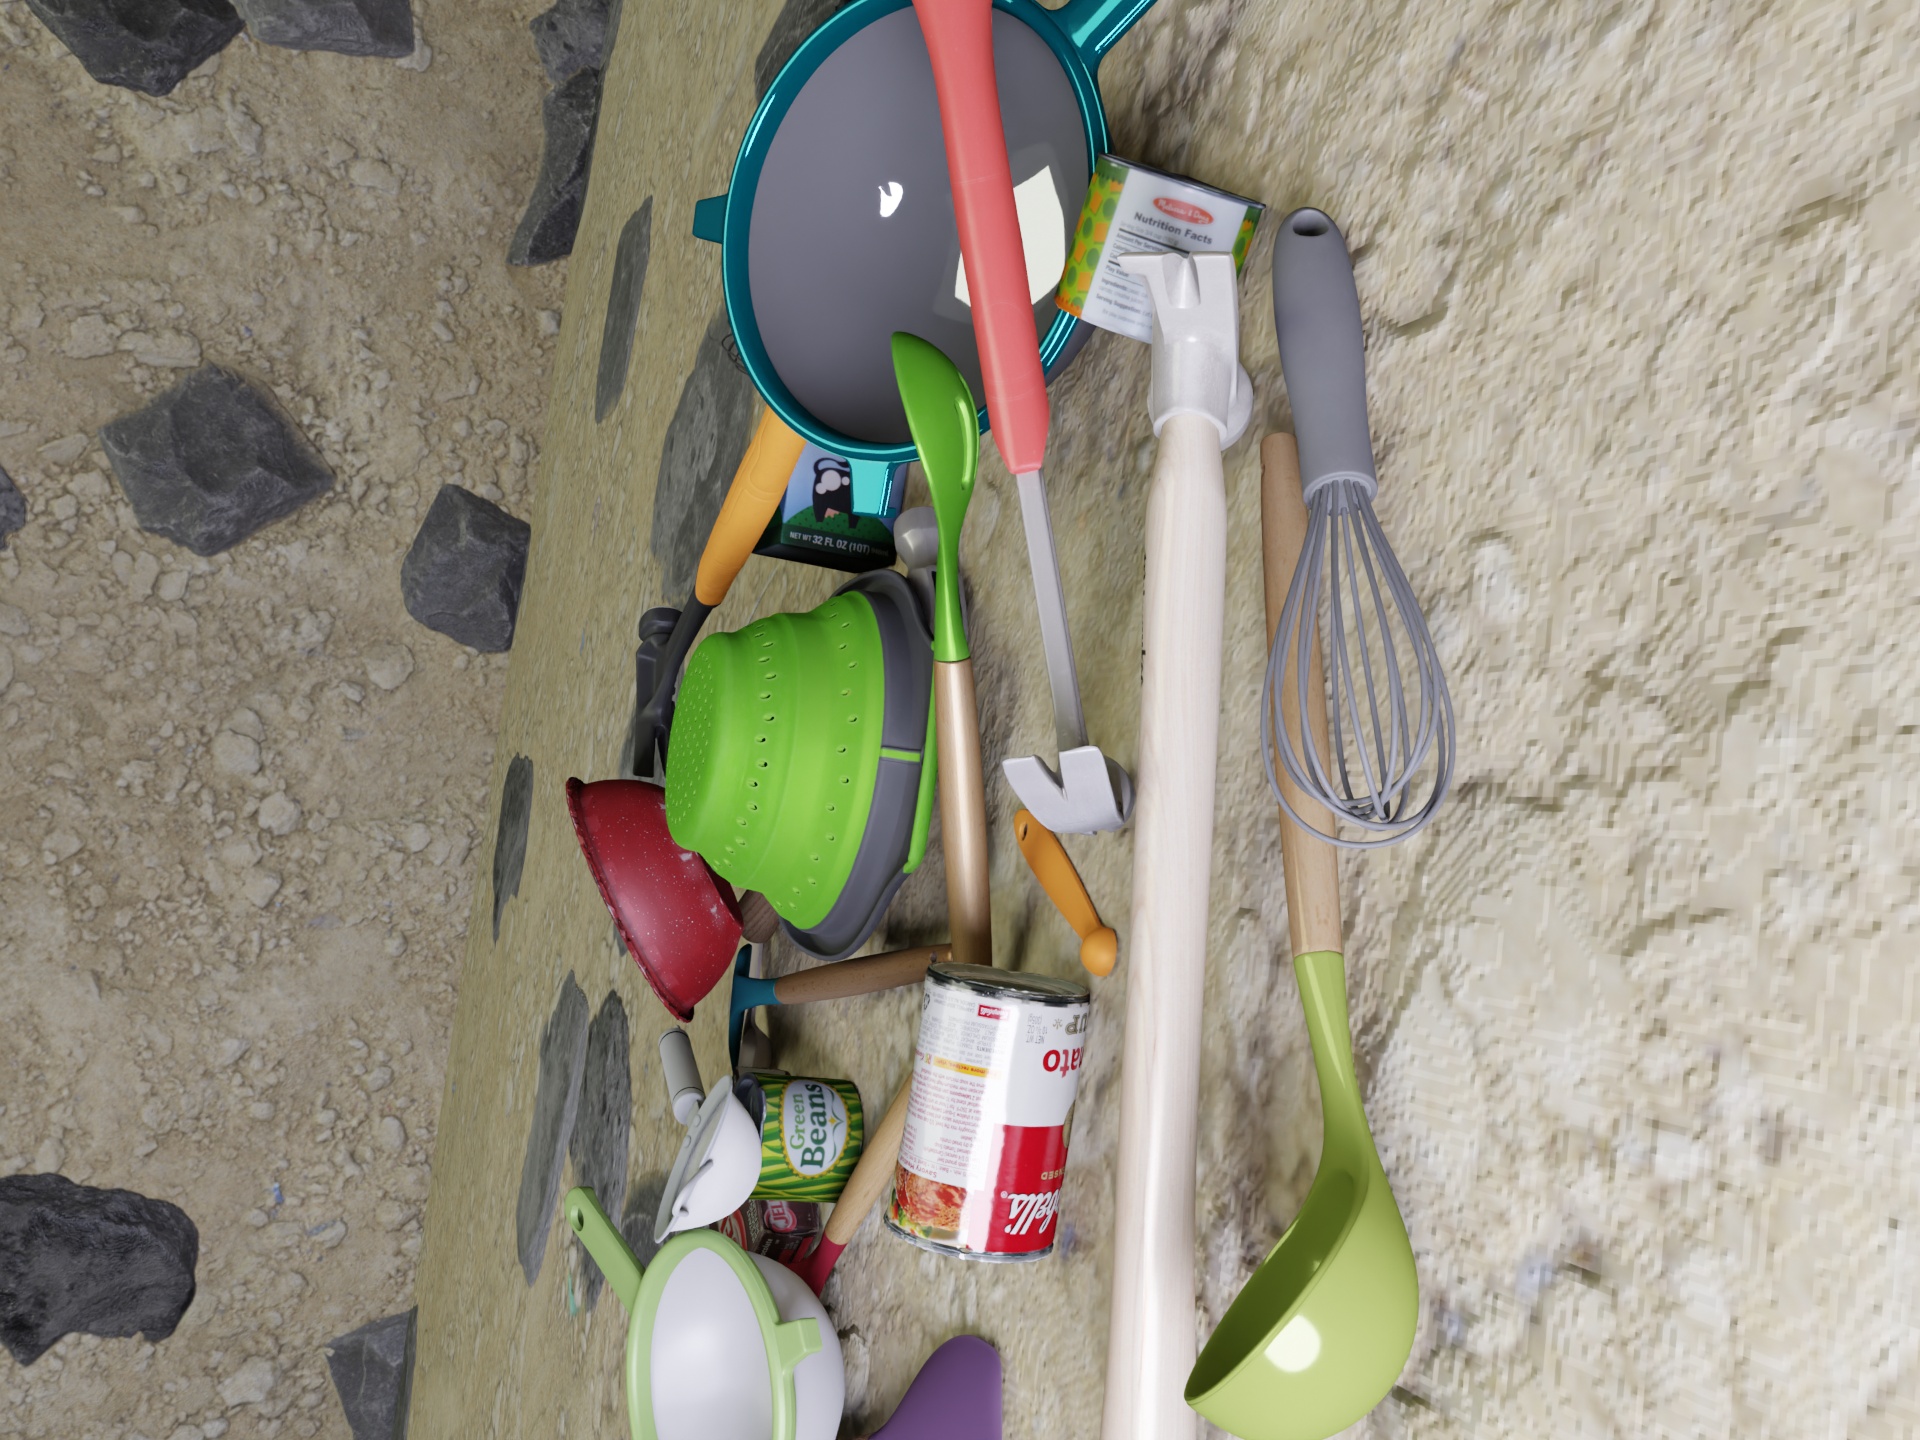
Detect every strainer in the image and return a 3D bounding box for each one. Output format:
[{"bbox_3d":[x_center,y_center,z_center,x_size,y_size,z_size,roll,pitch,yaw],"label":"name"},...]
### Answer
[{"bbox_3d":[0.040,-0.255,0.700,0.340,0.095,0.211,-40,69,28],"label":"strainer"},{"bbox_3d":[-0.142,0.210,0.853,0.087,0.050,0.258,-63,18,1],"label":"strainer"},{"bbox_3d":[-0.131,0.312,0.826,0.257,0.069,0.151,27,106,52],"label":"strainer"}]

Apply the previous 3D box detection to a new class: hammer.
[{"bbox_3d":[0.065,0.062,0.506,0.146,0.038,0.411,27,-114,-77],"label":"hammer"},{"bbox_3d":[-0.071,0.035,0.918,0.331,0.031,0.130,123,149,-45],"label":"hammer"},{"bbox_3d":[0.017,-0.138,0.592,0.149,0.037,0.359,45,-144,-75],"label":"hammer"},{"bbox_3d":[-0.142,-0.092,0.949,0.336,0.034,0.127,128,144,-51],"label":"hammer"}]

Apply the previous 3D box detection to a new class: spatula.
[{"bbox_3d":[-0.049,0.348,0.758,0.315,0.018,0.060,130,148,-49],"label":"spatula"},{"bbox_3d":[-0.075,0.146,0.876,0.317,0.044,0.082,-22,57,55],"label":"spatula"}]

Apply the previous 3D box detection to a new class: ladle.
[{"bbox_3d":[-0.051,0.243,0.798,0.315,0.031,0.069,-64,34,32],"label":"ladle"},{"bbox_3d":[0.095,0.046,0.486,0.078,0.062,0.320,105,168,-64],"label":"ladle"}]

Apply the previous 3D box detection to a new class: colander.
[{"bbox_3d":[-0.125,0.020,0.885,0.397,0.094,0.204,172,107,-67],"label":"colander"}]

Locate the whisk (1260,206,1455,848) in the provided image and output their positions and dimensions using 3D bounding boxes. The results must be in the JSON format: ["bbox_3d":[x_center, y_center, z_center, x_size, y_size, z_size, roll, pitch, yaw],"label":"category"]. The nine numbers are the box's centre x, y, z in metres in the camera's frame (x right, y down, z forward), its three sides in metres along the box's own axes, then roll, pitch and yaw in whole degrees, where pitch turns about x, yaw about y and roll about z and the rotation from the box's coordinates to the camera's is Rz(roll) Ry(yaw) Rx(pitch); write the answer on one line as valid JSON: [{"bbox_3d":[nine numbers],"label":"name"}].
[{"bbox_3d":[0.115,-0.071,0.496,0.055,0.055,0.239,133,145,-53],"label":"whisk"}]

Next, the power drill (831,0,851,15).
[{"bbox_3d":[0.004,-0.403,0.860,0.219,0.078,0.143,-41,45,53],"label":"power drill"}]

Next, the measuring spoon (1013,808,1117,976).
[{"bbox_3d":[0.039,0.068,0.665,0.117,0.011,0.021,-122,46,-58],"label":"measuring spoon"}]

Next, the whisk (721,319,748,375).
[{"bbox_3d":[-0.131,-0.247,1.166,0.247,0.058,0.059,-118,8,-51],"label":"whisk"}]

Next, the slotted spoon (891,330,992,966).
[{"bbox_3d":[-0.001,-0.002,0.663,0.070,0.031,0.313,-68,-25,-71],"label":"slotted spoon"}]

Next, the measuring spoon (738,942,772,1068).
[{"bbox_3d":[-0.129,0.178,1.029,0.034,0.018,0.124,-52,29,41],"label":"measuring spoon"}]

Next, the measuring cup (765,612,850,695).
[{"bbox_3d":[-0.091,-0.026,1.012,0.157,0.029,0.062,27,107,54],"label":"measuring cup"}]
